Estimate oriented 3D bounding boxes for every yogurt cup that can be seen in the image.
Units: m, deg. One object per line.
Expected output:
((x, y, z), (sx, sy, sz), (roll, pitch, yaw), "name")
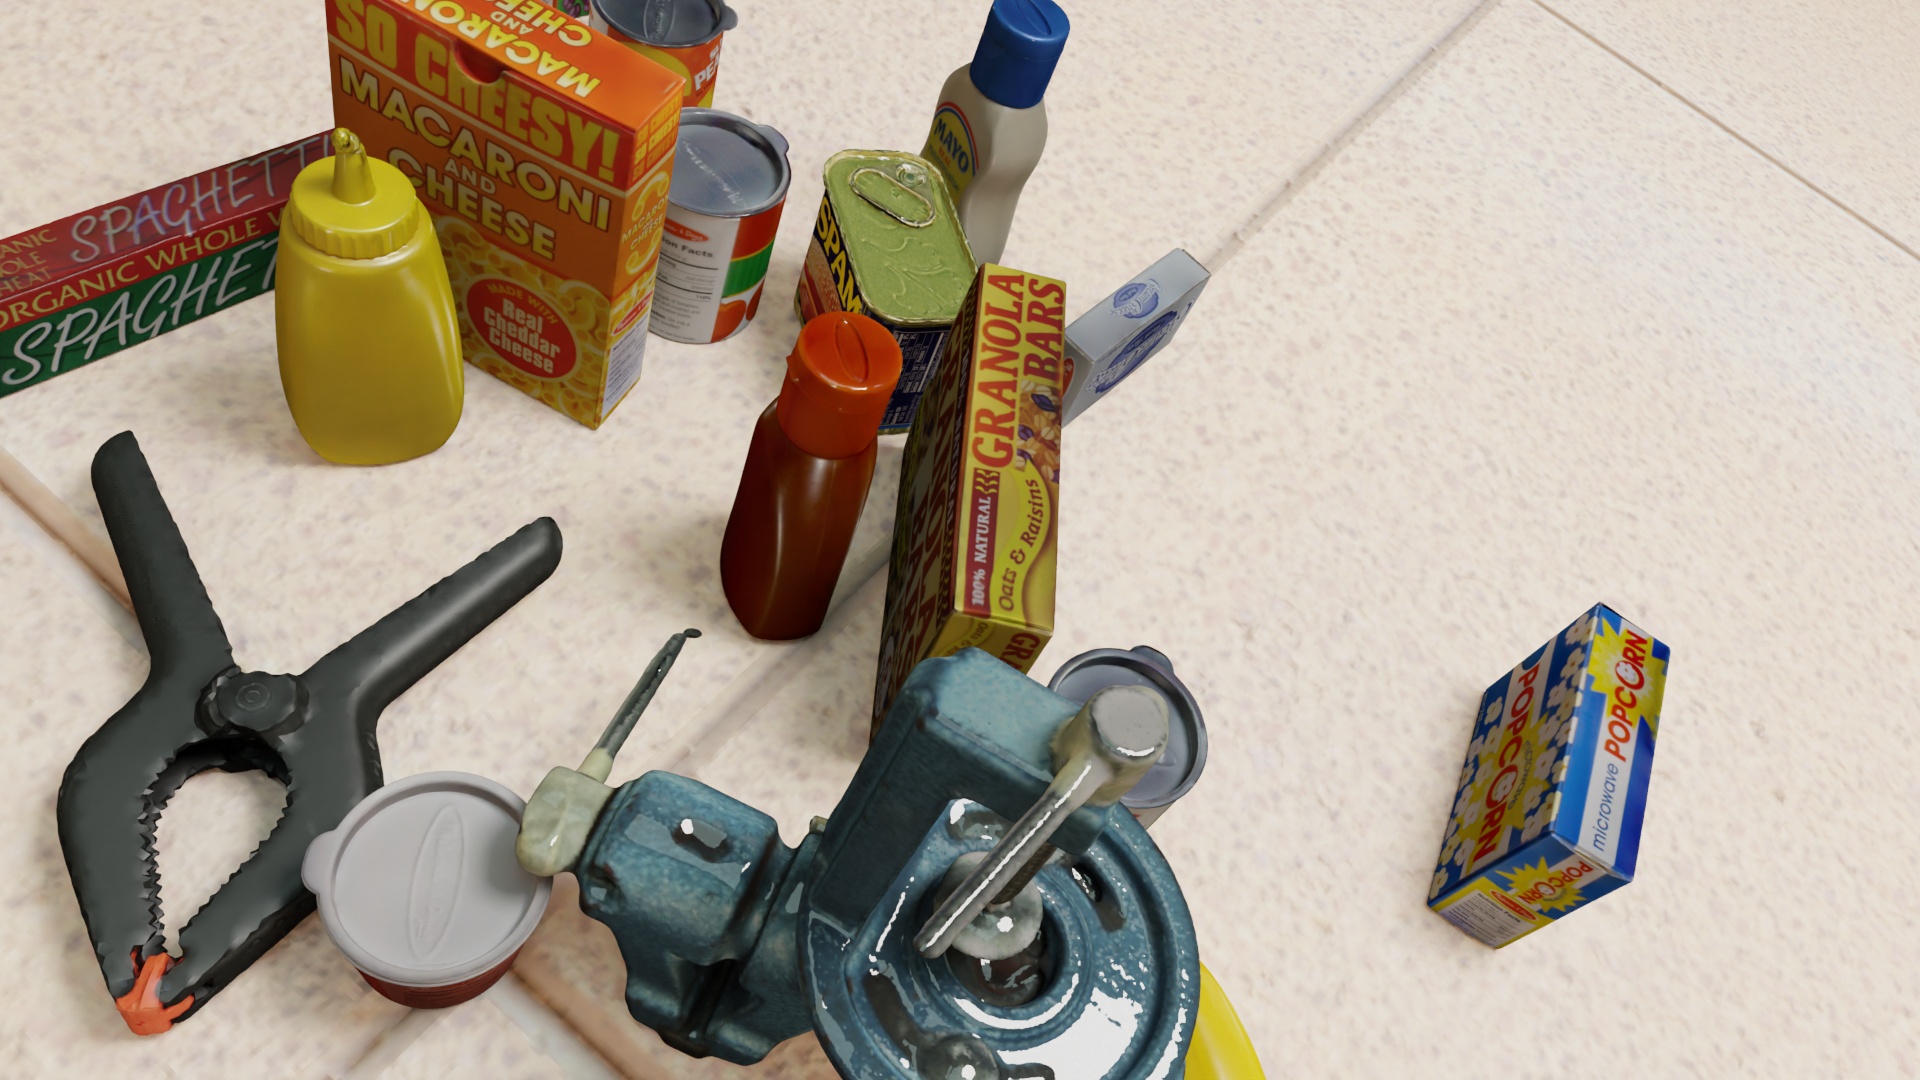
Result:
((-0.166, 0.115, 0.443), (0.072, 0.053, 0.073), (10, 54, -13), "yogurt cup")

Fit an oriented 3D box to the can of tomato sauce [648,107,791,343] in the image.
((-0.115, -0.140, 0.622), (0.071, 0.082, 0.071), (10, 54, -13), "can of tomato sauce")

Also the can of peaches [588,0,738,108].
((-0.152, -0.246, 0.698), (0.071, 0.057, 0.071), (10, 54, -13), "can of peaches")

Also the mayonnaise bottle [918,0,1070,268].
((0.010, -0.188, 0.659), (0.041, 0.147, 0.065), (-18, 64, -29), "mayonnaise bottle")

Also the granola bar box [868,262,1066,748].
((0.002, -0.007, 0.544), (0.039, 0.123, 0.166), (13, 53, -11), "granola bar box")

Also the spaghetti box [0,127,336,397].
((-0.286, -0.133, 0.576), (0.029, 0.050, 0.251), (45, 54, 13), "spaghetti box")

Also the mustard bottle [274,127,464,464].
((-0.214, -0.090, 0.502), (0.065, 0.159, 0.049), (-10, 61, -25), "mustard bottle")

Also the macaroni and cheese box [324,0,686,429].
((-0.179, -0.132, 0.540), (0.124, 0.165, 0.040), (28, 52, 1), "macaroni and cheese box")

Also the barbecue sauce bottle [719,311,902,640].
((-0.058, -0.023, 0.519), (0.044, 0.147, 0.065), (-4, 58, -22), "barbecue sauce bottle")

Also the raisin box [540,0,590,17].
((-0.177, -0.336, 0.711), (0.086, 0.122, 0.040), (-29, 70, -33), "raisin box")

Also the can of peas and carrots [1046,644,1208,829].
((0.055, 0.082, 0.542), (0.071, 0.058, 0.071), (10, 54, -13), "can of peas and carrots")

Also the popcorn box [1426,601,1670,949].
((0.247, 0.099, 0.583), (0.038, 0.084, 0.127), (31, 52, 3), "popcorn box")

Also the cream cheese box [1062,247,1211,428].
((0.078, -0.099, 0.681), (0.024, 0.053, 0.104), (42, 54, 11), "cream cheese box")
